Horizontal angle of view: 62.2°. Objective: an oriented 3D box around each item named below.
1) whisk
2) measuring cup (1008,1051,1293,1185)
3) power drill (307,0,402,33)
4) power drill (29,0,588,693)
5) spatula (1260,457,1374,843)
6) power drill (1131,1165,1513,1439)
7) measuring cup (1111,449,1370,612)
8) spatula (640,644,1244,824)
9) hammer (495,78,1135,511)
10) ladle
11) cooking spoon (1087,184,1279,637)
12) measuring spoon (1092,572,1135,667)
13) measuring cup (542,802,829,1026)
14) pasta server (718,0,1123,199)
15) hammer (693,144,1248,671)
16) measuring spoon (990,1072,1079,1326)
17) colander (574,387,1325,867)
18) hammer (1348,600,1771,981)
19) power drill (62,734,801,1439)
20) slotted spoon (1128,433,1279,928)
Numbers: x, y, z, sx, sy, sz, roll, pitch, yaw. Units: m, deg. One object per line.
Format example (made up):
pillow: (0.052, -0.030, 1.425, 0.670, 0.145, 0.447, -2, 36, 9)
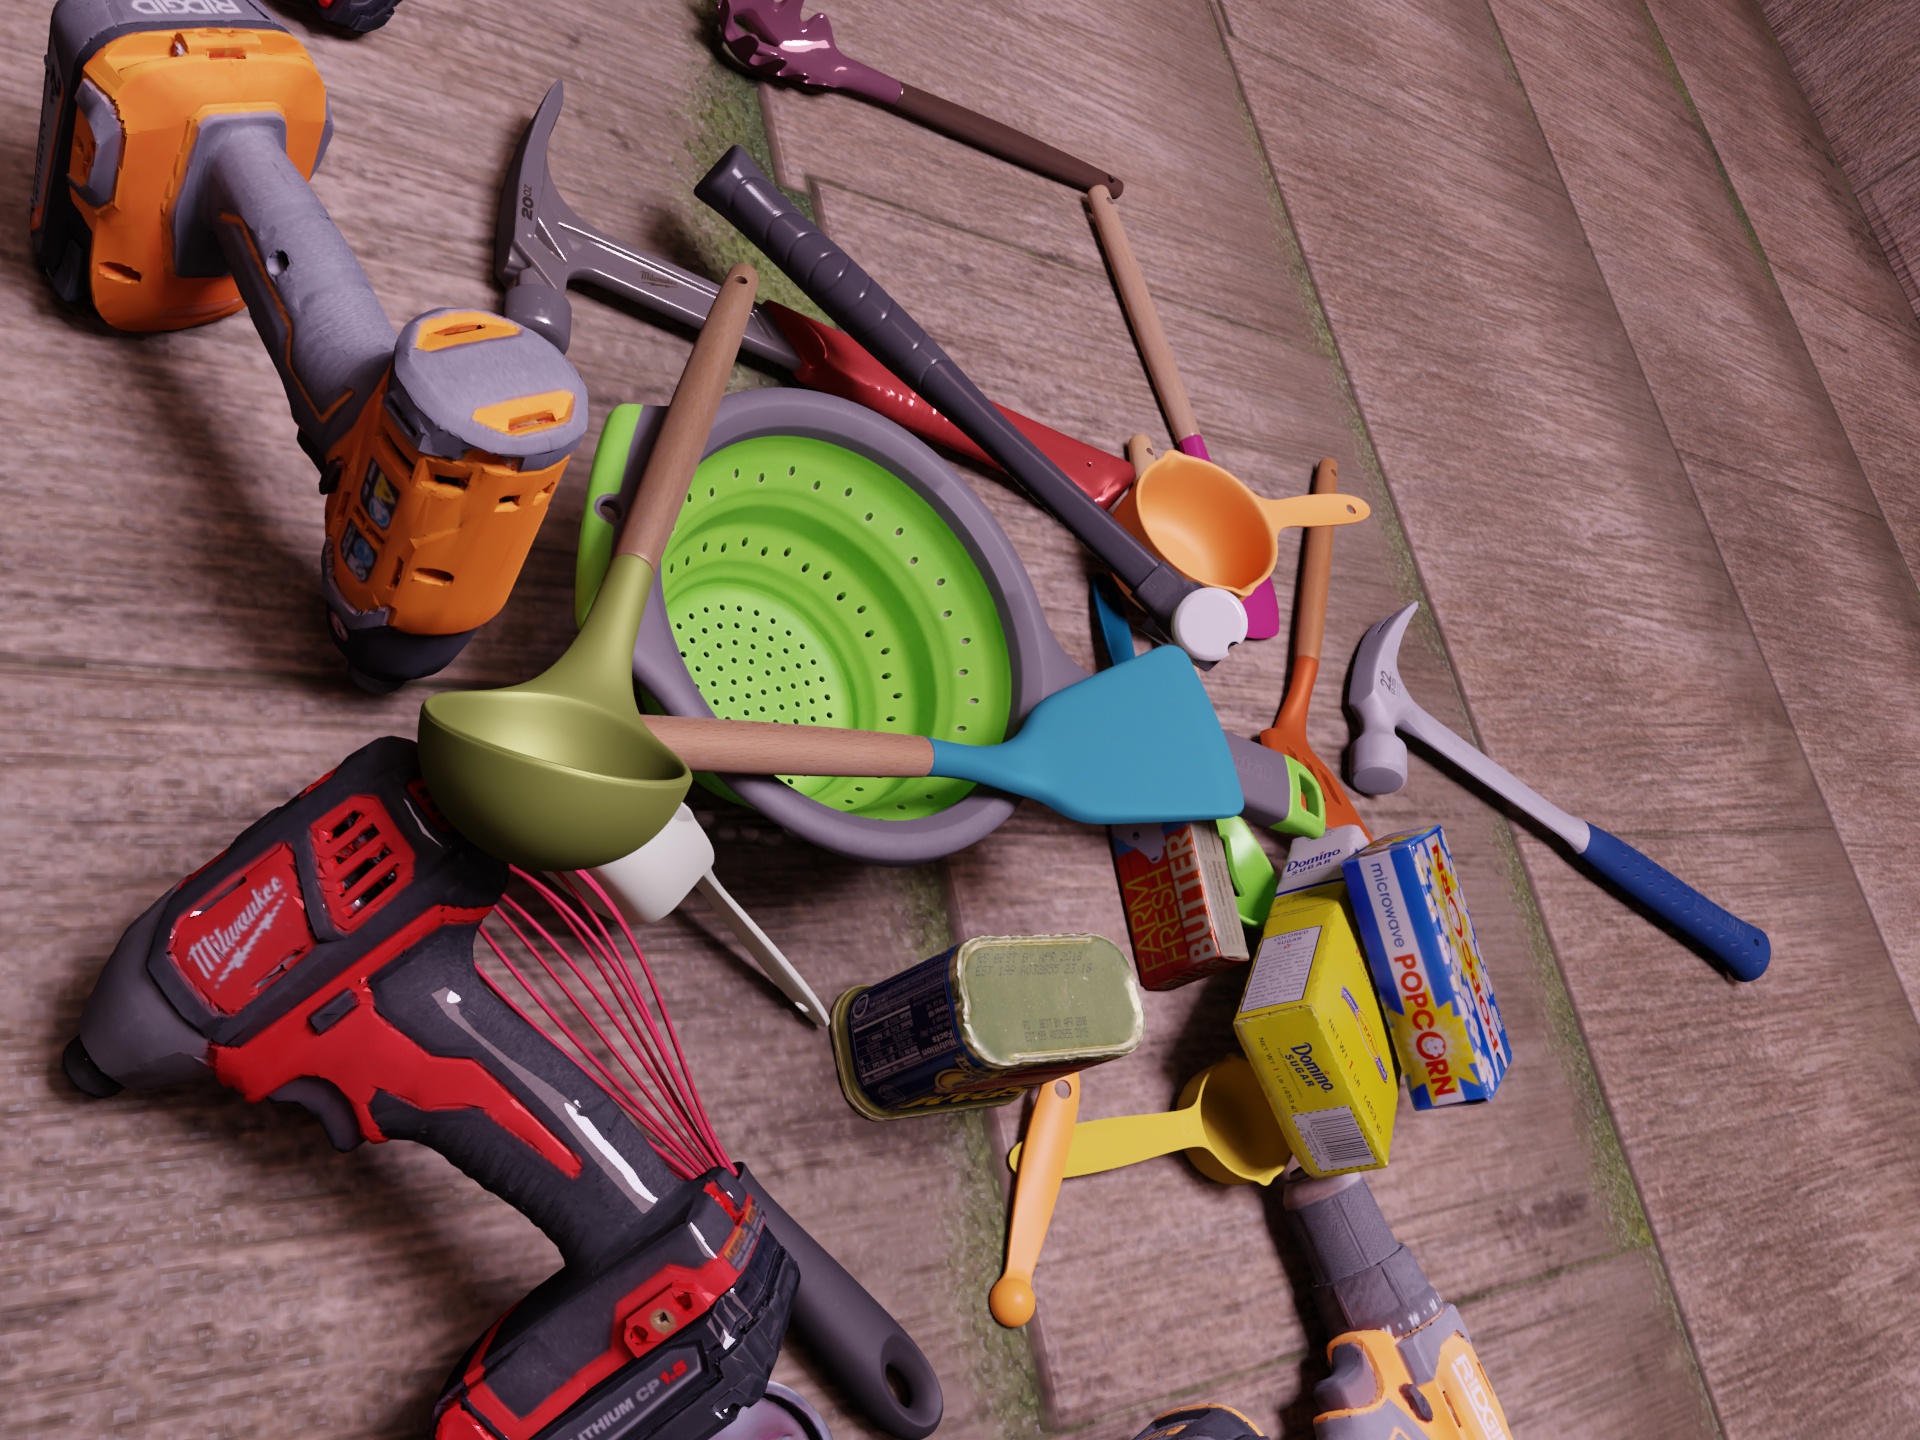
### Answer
whisk: (-0.099, 0.153, 0.566, 0.295, 0.073, 0.073, 53, 44, -13)
measuring cup: (0.085, 0.191, 0.727, 0.156, 0.029, 0.062, -2, 67, -28)
power drill: (-0.310, -0.342, 0.608, 0.080, 0.188, 0.226, 58, 26, 9)
power drill: (-0.231, -0.123, 0.555, 0.226, 0.164, 0.084, 50, 43, 12)
spatula: (0.219, -0.056, 0.964, 0.081, 0.041, 0.323, 34, 48, -21)
power drill: (0.150, 0.302, 0.678, 0.226, 0.084, 0.185, -9, 70, -47)
measuring cup: (0.156, -0.100, 0.890, 0.173, 0.052, 0.095, -10, 66, -34)
spatula: (-0.029, 0.005, 0.581, 0.317, 0.044, 0.082, 3, 58, -37)
hammer: (-0.058, -0.185, 0.805, 0.358, 0.036, 0.149, 18, 56, -32)
ladle: (-0.103, -0.077, 0.543, 0.078, 0.062, 0.320, 17, 46, -9)
cooking spoon: (0.134, -0.197, 0.987, 0.068, 0.017, 0.319, -4, 69, -42)
measuring spoon: (0.081, -0.025, 0.851, 0.042, 0.021, 0.129, 18, 47, -32)
measuring cup: (-0.108, 0.075, 0.604, 0.038, 0.083, 0.167, -52, 121, -27)
pasta server: (-0.013, -0.367, 0.946, 0.316, 0.040, 0.060, 7, 74, -39)
hammer: (0.002, -0.148, 0.753, 0.335, 0.035, 0.146, 43, 5, 1)
measuring spoon: (0.035, 0.197, 0.674, 0.021, 0.011, 0.117, 25, 58, -12)
colander: (-0.001, -0.002, 0.705, 0.396, 0.094, 0.205, 21, 56, -31)
hammer: (0.404, 0.067, 1.055, 0.405, 0.035, 0.144, 31, 50, -24)
power drill: (-0.160, 0.129, 0.478, 0.219, 0.143, 0.078, 54, 2, -2)
slotted spoon: (0.124, -0.029, 0.878, 0.070, 0.031, 0.314, 15, 55, -36)
